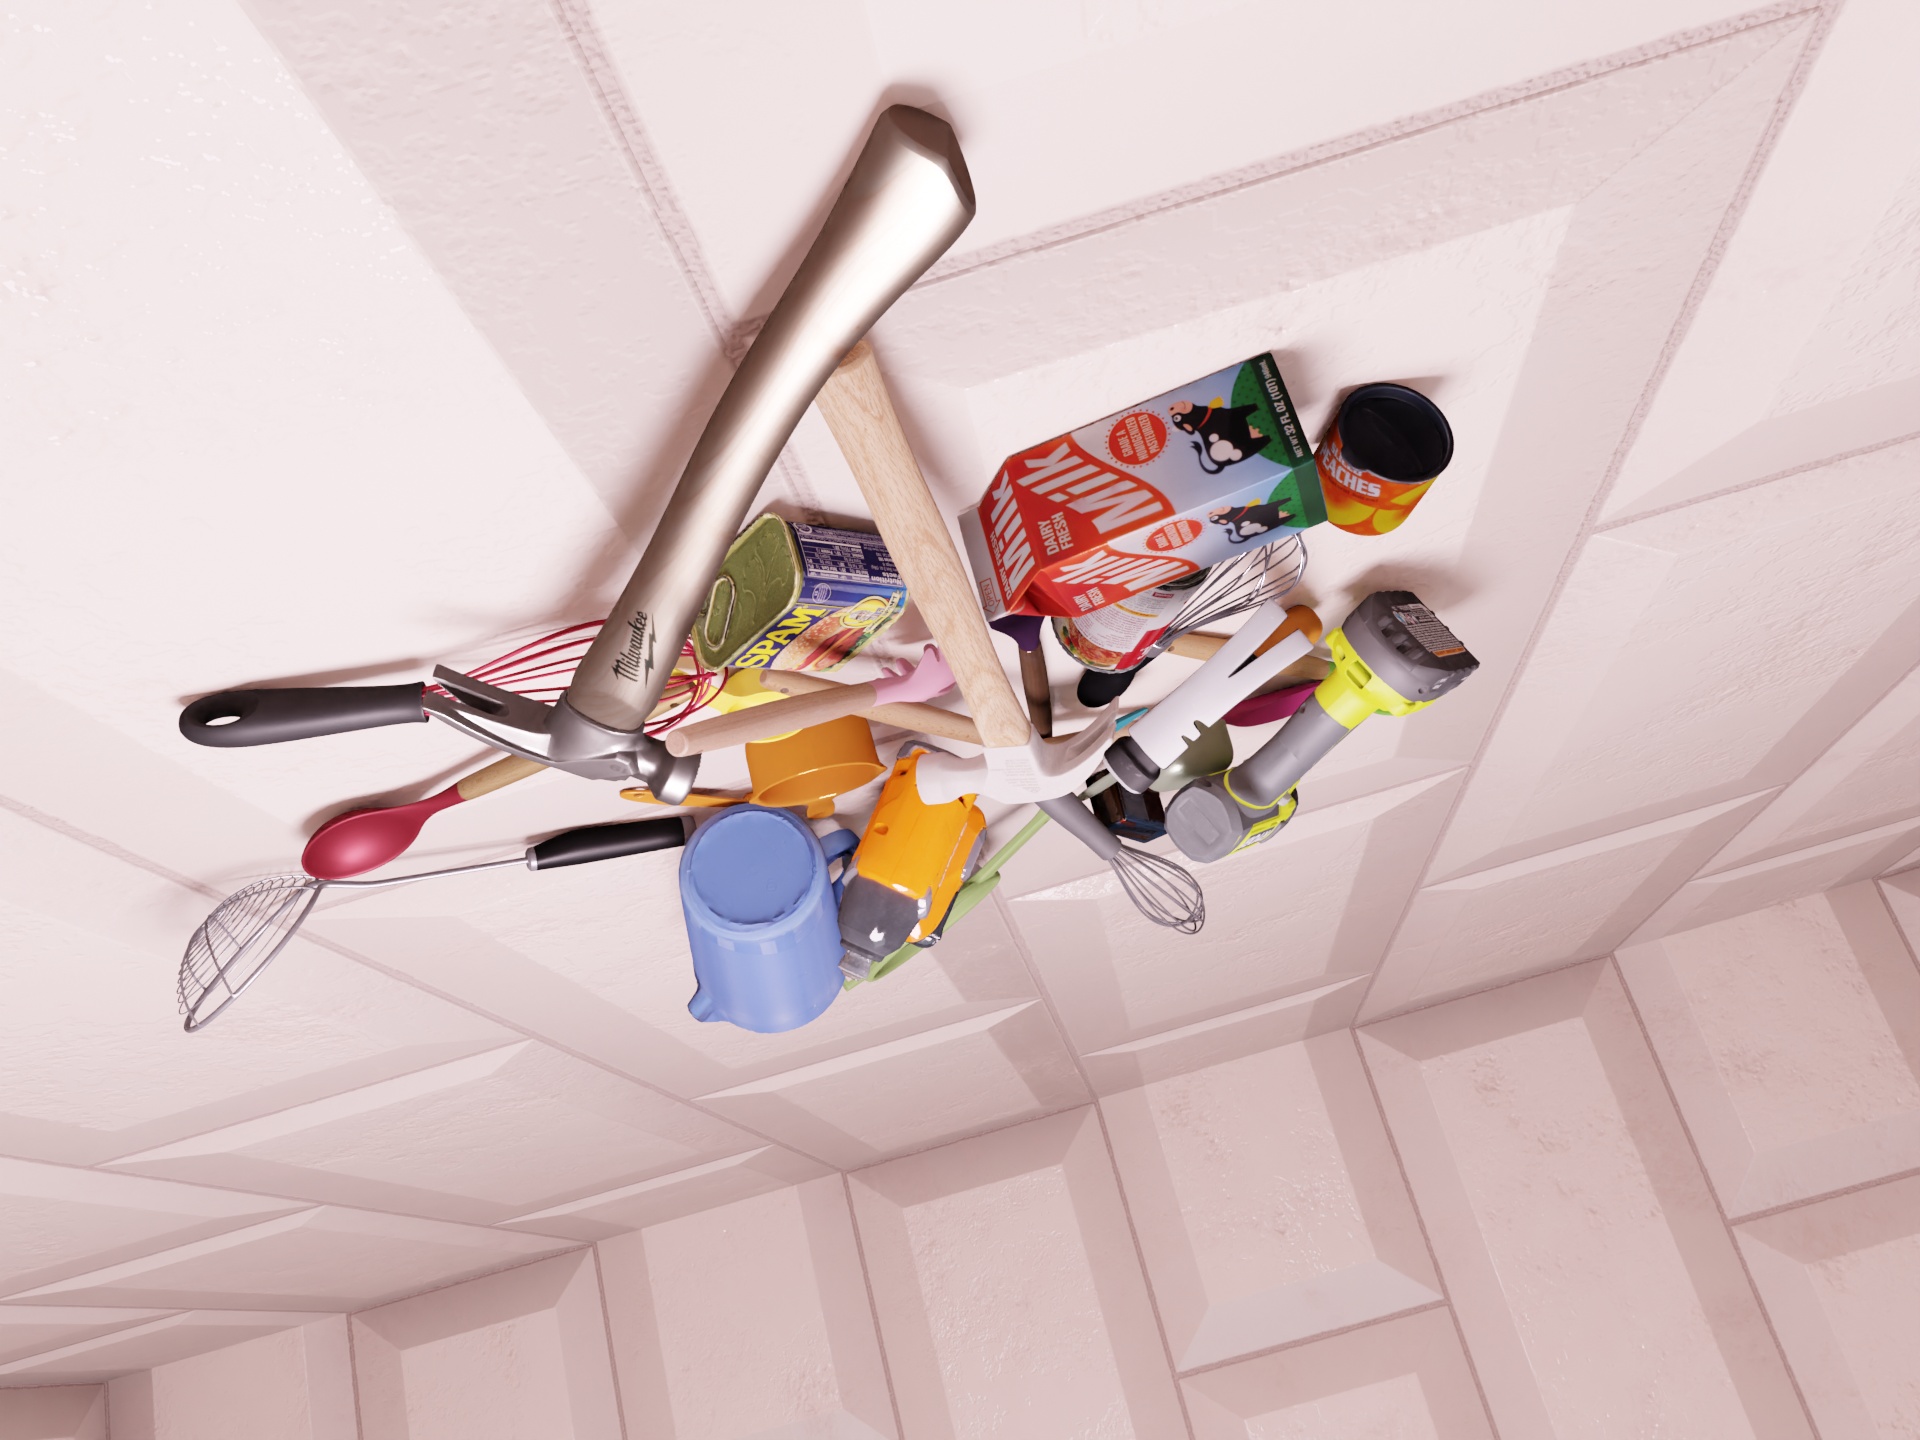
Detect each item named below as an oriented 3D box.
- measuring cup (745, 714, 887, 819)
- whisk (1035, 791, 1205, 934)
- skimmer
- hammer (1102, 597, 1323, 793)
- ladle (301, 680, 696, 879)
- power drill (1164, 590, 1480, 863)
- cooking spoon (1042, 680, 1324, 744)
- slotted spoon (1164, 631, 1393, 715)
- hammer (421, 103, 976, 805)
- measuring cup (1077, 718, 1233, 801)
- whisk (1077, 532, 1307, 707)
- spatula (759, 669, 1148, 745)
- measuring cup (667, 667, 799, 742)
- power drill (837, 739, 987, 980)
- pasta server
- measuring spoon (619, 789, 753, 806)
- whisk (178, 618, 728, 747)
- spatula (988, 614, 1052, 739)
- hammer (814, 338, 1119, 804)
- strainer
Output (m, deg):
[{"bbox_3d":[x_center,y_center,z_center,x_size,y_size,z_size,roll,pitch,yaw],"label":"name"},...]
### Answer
[{"bbox_3d":[-0.104,0.031,1.112,0.095,0.052,0.173,-14,167,-7],"label":"measuring cup"},{"bbox_3d":[0.125,0.102,1.311,0.055,0.055,0.238,-31,121,32],"label":"whisk"},{"bbox_3d":[-0.364,0.138,1.135,0.363,0.090,0.127,-9,-171,-21],"label":"skimmer"},{"bbox_3d":[0.185,-0.040,0.978,0.127,0.034,0.337,-44,173,24],"label":"hammer"},{"bbox_3d":[-0.294,0.036,1.004,0.315,0.031,0.069,-22,157,22],"label":"ladle"},{"bbox_3d":[0.263,0.009,1.163,0.223,0.080,0.171,-48,161,26],"label":"power drill"},{"bbox_3d":[0.167,0.002,1.232,0.319,0.017,0.068,-11,161,-23],"label":"cooking spoon"},{"bbox_3d":[0.257,-0.043,1.197,0.313,0.031,0.070,6,131,-38],"label":"slotted spoon"},{"bbox_3d":[-0.121,-0.105,0.727,0.146,0.038,0.410,21,133,-20],"label":"hammer"},{"bbox_3d":[0.149,0.047,1.259,0.083,0.038,0.167,-5,160,-39],"label":"measuring cup"},{"bbox_3d":[0.141,-0.066,1.032,0.070,0.070,0.284,-5,160,-24],"label":"whisk"},{"bbox_3d":[-0.002,-0.003,1.061,0.317,0.044,0.082,15,143,-39],"label":"spatula"},{"bbox_3d":[-0.160,-0.027,0.979,0.156,0.029,0.062,23,133,-39],"label":"measuring cup"},{"bbox_3d":[-0.040,0.109,1.146,0.084,0.164,0.226,23,171,4],"label":"power drill"},{"bbox_3d":[-0.070,-0.017,0.880,0.060,0.040,0.316,-35,173,25],"label":"pasta server"},{"bbox_3d":[-0.194,0.054,1.159,0.116,0.011,0.021,6,154,-35],"label":"measuring spoon"},{"bbox_3d":[-0.278,-0.013,0.884,0.295,0.073,0.073,-6,156,-9],"label":"whisk"},{"bbox_3d":[0.050,-0.044,1.071,0.060,0.018,0.315,-31,159,-7],"label":"spatula"},{"bbox_3d":[-0.005,-0.062,0.828,0.130,0.031,0.331,-5,140,19],"label":"hammer"},{"bbox_3d":[-0.009,0.125,1.374,0.256,0.069,0.151,-46,167,28],"label":"strainer"}]
